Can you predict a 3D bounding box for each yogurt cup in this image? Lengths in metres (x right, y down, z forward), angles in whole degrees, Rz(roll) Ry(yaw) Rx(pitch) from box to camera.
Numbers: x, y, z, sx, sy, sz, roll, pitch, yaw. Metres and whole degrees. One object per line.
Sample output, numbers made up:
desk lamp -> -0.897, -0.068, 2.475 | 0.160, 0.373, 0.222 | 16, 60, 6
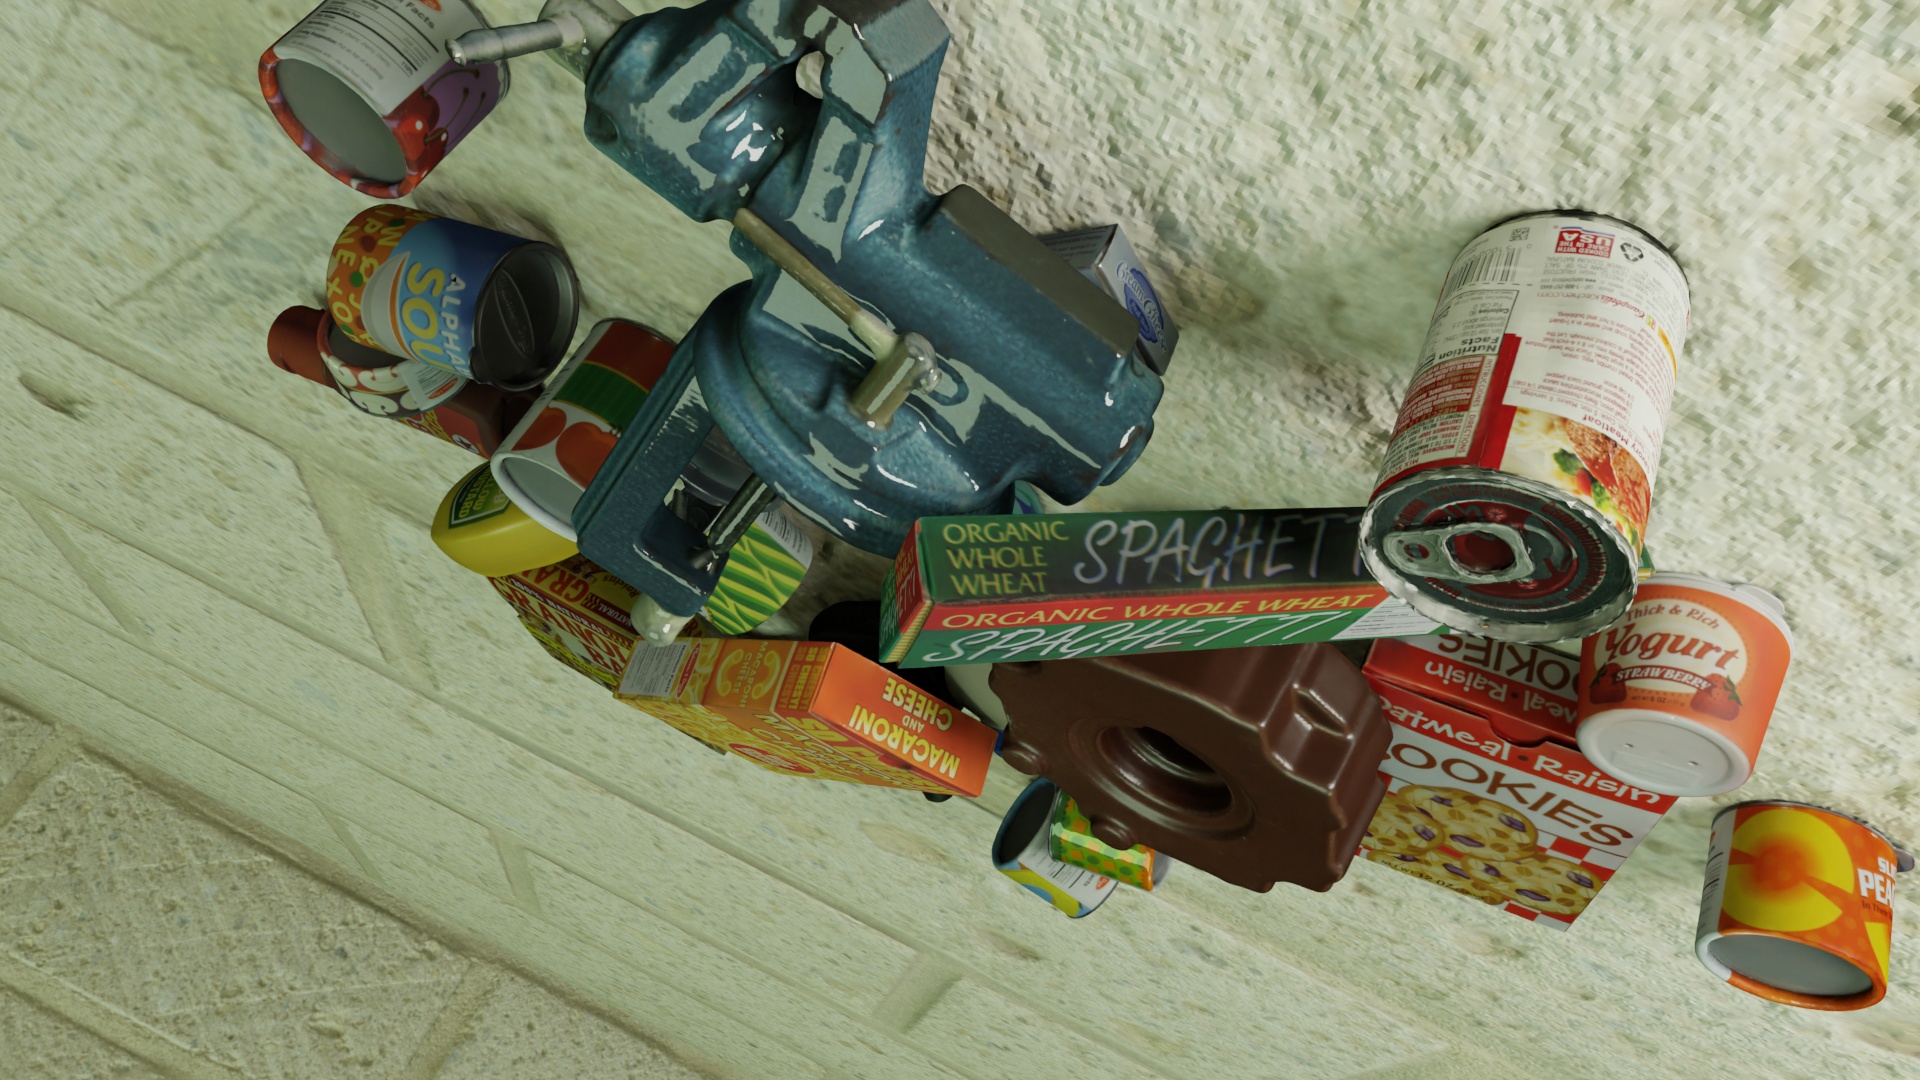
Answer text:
yogurt cup -> 0.248, 0.052, 0.483 | 0.072, 0.054, 0.072 | 21, 150, 13

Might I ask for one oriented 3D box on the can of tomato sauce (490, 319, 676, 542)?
can of tomato sauce -> -0.161, -0.048, 0.634 | 0.071, 0.083, 0.070 | 21, 149, 13

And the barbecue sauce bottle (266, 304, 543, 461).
barbecue sauce bottle -> -0.289, -0.084, 0.723 | 0.148, 0.044, 0.064 | 21, 158, 13

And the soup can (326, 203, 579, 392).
soup can -> -0.224, -0.105, 0.608 | 0.084, 0.072, 0.071 | 17, 148, 19

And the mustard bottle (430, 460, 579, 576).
mustard bottle -> -0.224, -0.019, 0.755 | 0.160, 0.065, 0.048 | -9, 140, 38

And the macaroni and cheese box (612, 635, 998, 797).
macaroni and cheese box -> -0.083, 0.092, 0.725 | 0.166, 0.040, 0.123 | -2, 152, 45

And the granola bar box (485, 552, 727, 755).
granola bar box -> -0.214, 0.057, 0.855 | 0.166, 0.039, 0.123 | 23, 151, 29

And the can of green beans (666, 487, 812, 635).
can of green beans -> -0.117, 0.005, 0.697 | 0.071, 0.071, 0.057 | -10, 134, 47

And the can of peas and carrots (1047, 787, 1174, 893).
can of peas and carrots -> 0.087, 0.149, 0.754 | 0.059, 0.071, 0.070 | 14, 147, 22

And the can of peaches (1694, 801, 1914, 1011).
can of peaches -> 0.334, 0.146, 0.552 | 0.071, 0.058, 0.071 | 21, 149, 13

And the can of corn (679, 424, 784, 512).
can of corn -> -0.091, -0.054, 0.592 | 0.071, 0.058, 0.070 | 20, 149, 13

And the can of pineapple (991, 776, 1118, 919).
can of pineapple -> 0.059, 0.181, 0.824 | 0.058, 0.071, 0.070 | 36, 149, -12

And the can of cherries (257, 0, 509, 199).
can of cherries -> -0.213, -0.168, 0.515 | 0.071, 0.059, 0.071 | 20, 149, 13

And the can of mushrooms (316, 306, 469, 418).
can of mushrooms -> -0.274, -0.095, 0.670 | 0.071, 0.071, 0.033 | 20, 149, 14

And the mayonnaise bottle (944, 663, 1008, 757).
mayonnaise bottle -> 0.019, 0.062, 0.701 | 0.065, 0.041, 0.147 | 16, 149, 22

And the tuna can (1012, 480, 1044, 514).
tuna can -> 0.002, -0.008, 0.612 | 0.071, 0.033, 0.070 | 21, 149, 13

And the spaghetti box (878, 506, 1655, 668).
spaghetti box -> 0.099, 0.012, 0.435 | 0.250, 0.029, 0.050 | -2, 155, -18

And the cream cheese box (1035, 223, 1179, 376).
cream cheese box -> 0.020, -0.080, 0.494 | 0.104, 0.024, 0.053 | 1, 141, 38

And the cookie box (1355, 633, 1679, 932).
cookie box -> 0.222, 0.102, 0.593 | 0.123, 0.040, 0.166 | 19, 149, 17
